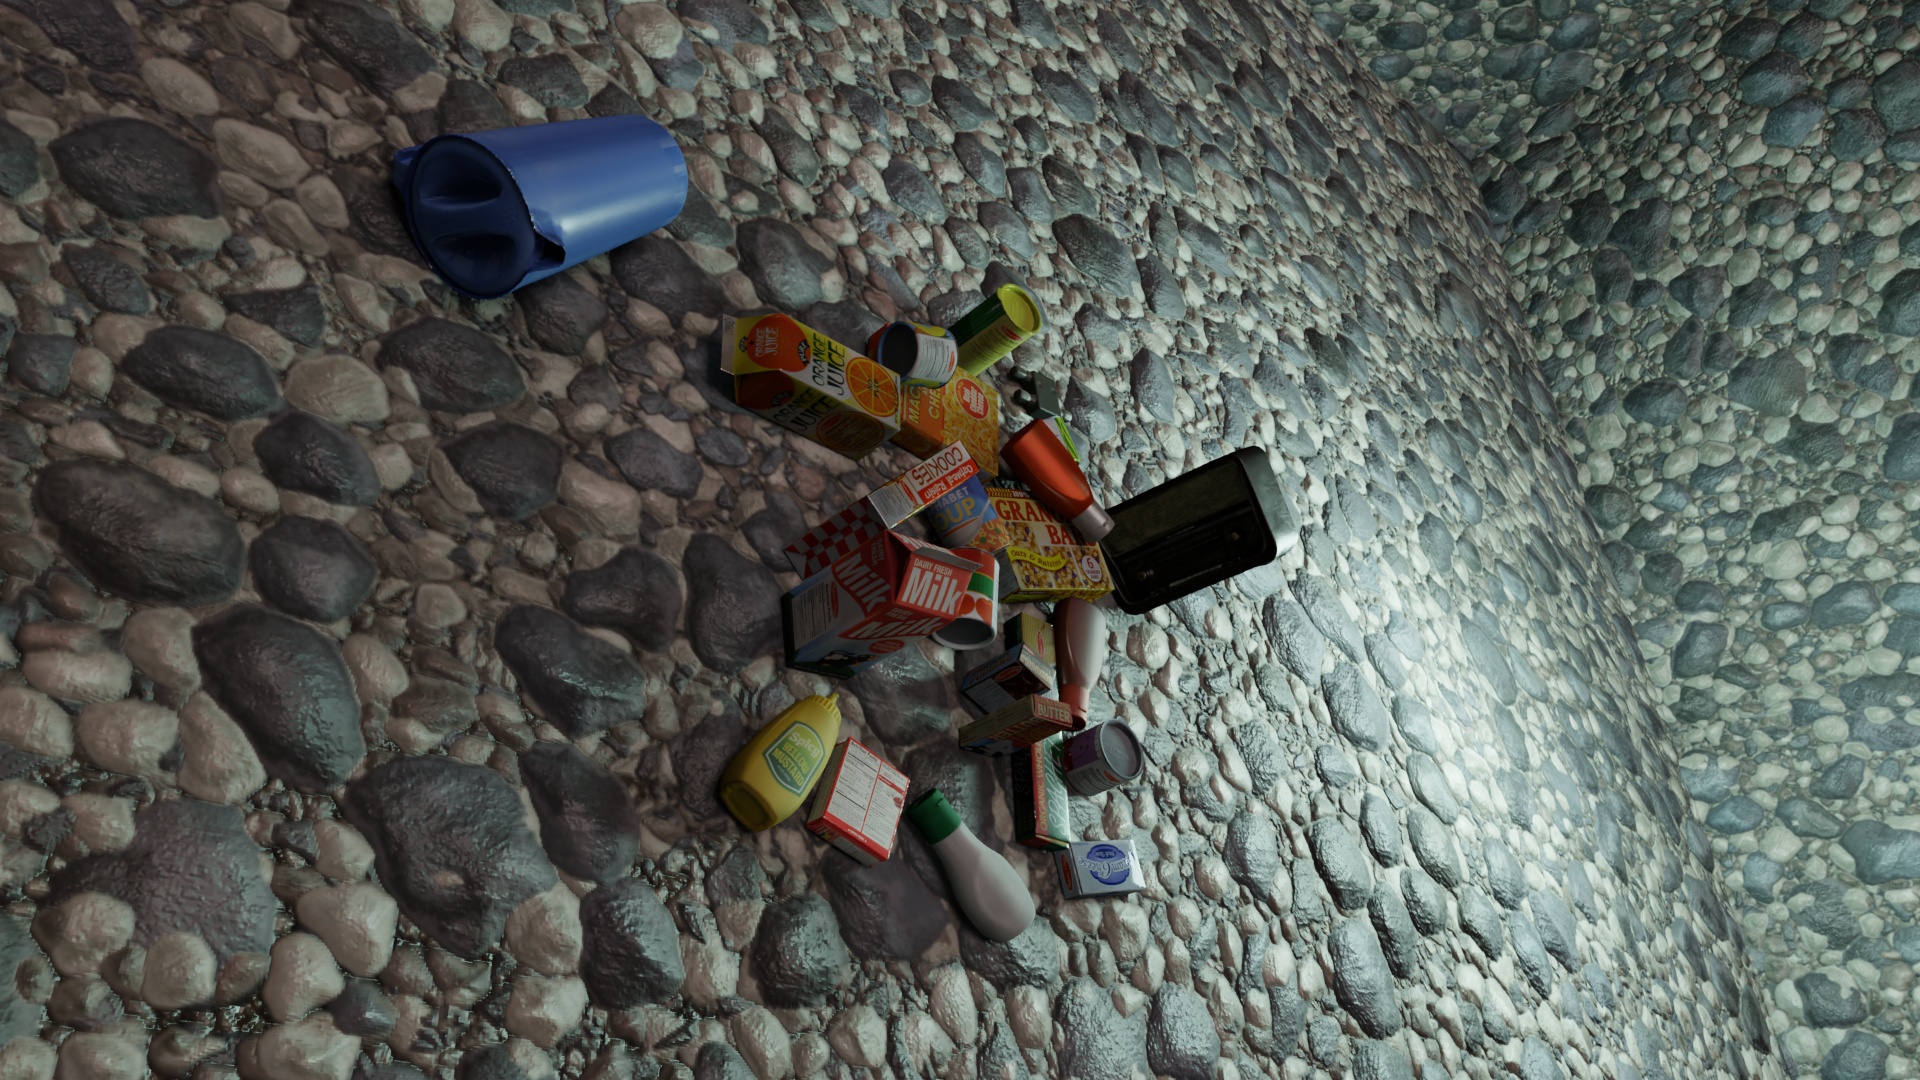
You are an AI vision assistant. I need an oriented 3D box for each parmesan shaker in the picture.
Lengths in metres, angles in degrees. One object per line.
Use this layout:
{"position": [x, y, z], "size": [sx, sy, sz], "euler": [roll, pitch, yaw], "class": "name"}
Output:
{"position": [0.032, -0.244, 1.604], "size": [0.071, 0.102, 0.071], "euler": [28, 46, -34], "class": "parmesan shaker"}

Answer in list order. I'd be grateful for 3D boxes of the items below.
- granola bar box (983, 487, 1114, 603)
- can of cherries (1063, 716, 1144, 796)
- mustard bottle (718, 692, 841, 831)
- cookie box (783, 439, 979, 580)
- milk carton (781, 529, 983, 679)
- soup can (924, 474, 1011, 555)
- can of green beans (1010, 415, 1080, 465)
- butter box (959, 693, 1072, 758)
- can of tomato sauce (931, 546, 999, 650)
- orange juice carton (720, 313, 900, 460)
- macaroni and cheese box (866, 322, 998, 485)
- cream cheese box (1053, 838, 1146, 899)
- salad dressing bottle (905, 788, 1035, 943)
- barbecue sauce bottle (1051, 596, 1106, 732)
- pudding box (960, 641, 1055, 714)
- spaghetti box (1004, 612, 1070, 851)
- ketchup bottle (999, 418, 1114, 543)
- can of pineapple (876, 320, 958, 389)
{"position": [0.089, 0.007, 1.545], "size": [0.166, 0.039, 0.124], "euler": [3, 62, -47], "class": "granola bar box"}
{"position": [0.148, 0.224, 1.444], "size": [0.071, 0.058, 0.072], "euler": [27, 47, -33], "class": "can of cherries"}
{"position": [-0.140, 0.173, 1.169], "size": [0.065, 0.048, 0.161], "euler": [51, 38, -12], "class": "mustard bottle"}
{"position": [-0.072, -0.029, 1.324], "size": [0.040, 0.122, 0.168], "euler": [58, 37, -2], "class": "cookie box"}
{"position": [-0.070, 0.051, 1.215], "size": [0.072, 0.190, 0.074], "euler": [18, 53, -40], "class": "milk carton"}
{"position": [0.005, -0.018, 1.447], "size": [0.071, 0.071, 0.084], "euler": [-22, 82, -52], "class": "soup can"}
{"position": [0.099, -0.104, 1.612], "size": [0.071, 0.071, 0.058], "euler": [-8, 72, -50], "class": "can of green beans"}
{"position": [0.052, 0.179, 1.333], "size": [0.053, 0.103, 0.024], "euler": [22, 51, -39], "class": "butter box"}
{"position": [0.003, 0.059, 1.394], "size": [0.071, 0.071, 0.083], "euler": [30, 46, -32], "class": "can of tomato sauce"}
{"position": [-0.153, -0.156, 1.363], "size": [0.192, 0.072, 0.072], "euler": [24, 49, -35], "class": "orange juice carton"}
{"position": [-0.031, -0.146, 1.518], "size": [0.166, 0.040, 0.124], "euler": [28, 47, -33], "class": "macaroni and cheese box"}
{"position": [0.140, 0.328, 1.391], "size": [0.104, 0.024, 0.053], "euler": [10, 58, -44], "class": "cream cheese box"}
{"position": [0.008, 0.292, 1.255], "size": [0.147, 0.043, 0.064], "euler": [54, 39, -3], "class": "salad dressing bottle"}
{"position": [0.123, 0.134, 1.492], "size": [0.065, 0.043, 0.149], "euler": [35, 44, -27], "class": "barbecue sauce bottle"}
{"position": [0.047, 0.139, 1.371], "size": [0.049, 0.083, 0.030], "euler": [43, 39, -18], "class": "pudding box"}
{"position": [0.077, 0.192, 1.412], "size": [0.050, 0.028, 0.251], "euler": [25, 48, -35], "class": "spaghetti box"}
{"position": [0.112, -0.063, 1.549], "size": [0.148, 0.043, 0.065], "euler": [49, 56, -8], "class": "ketchup bottle"}
{"position": [-0.046, -0.193, 1.447], "size": [0.058, 0.070, 0.071], "euler": [2, 63, -47], "class": "can of pineapple"}
